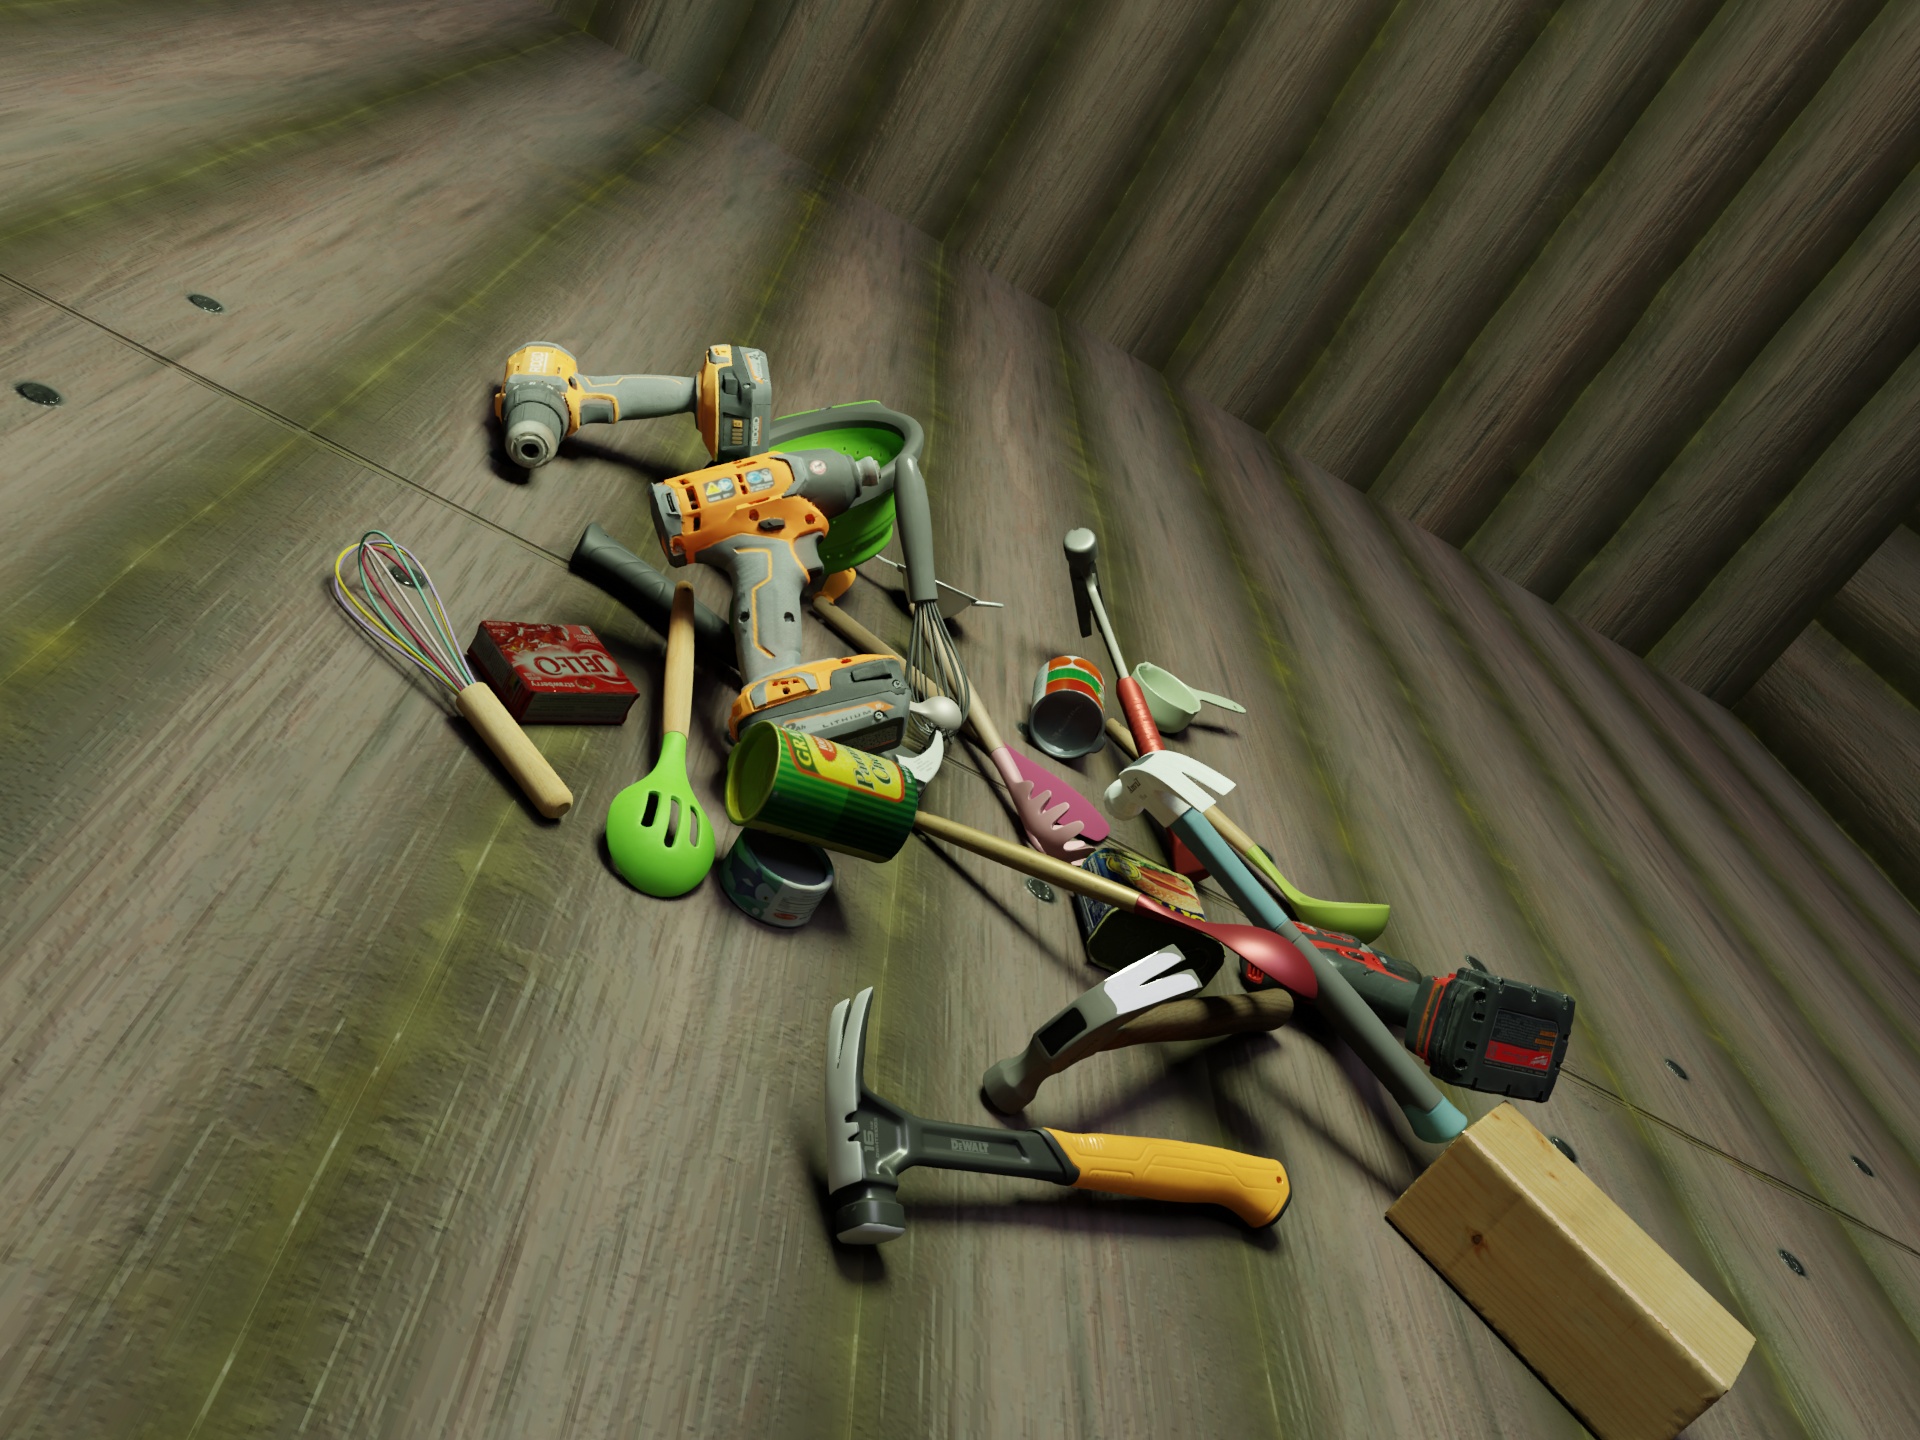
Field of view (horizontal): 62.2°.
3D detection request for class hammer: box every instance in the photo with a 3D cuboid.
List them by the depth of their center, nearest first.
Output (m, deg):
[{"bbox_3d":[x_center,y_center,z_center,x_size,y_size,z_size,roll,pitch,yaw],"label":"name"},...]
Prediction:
[{"bbox_3d":[0.067,0.241,0.900,0.336,0.034,0.127,19,51,-35],"label":"hammer"},{"bbox_3d":[0.148,0.196,1.049,0.331,0.130,0.031,11,41,-57],"label":"hammer"},{"bbox_3d":[0.228,0.155,1.105,0.033,0.128,0.331,-36,81,-21],"label":"hammer"},{"bbox_3d":[-0.156,-0.046,1.195,0.335,0.035,0.146,36,20,9],"label":"hammer"},{"bbox_3d":[0.159,-0.004,1.433,0.149,0.036,0.359,72,1,-52],"label":"hammer"}]

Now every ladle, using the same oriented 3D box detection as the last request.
[{"bbox_3d":[0.099,0.118,1.096,0.315,0.031,0.069,20,2,24],"label":"ladle"},{"bbox_3d":[0.248,0.090,1.422,0.320,0.062,0.078,44,18,28],"label":"ladle"}]

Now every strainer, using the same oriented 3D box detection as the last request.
[{"bbox_3d":[-0.082,-0.153,1.482,0.258,0.050,0.087,32,1,1],"label":"strainer"}]

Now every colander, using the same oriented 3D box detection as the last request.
[{"bbox_3d":[-0.129,-0.145,1.321,0.204,0.094,0.397,-8,31,11],"label":"colander"}]

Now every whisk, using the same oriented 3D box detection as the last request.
[{"bbox_3d":[-0.309,-0.033,0.979,0.245,0.051,0.047,47,21,21],"label":"whisk"},{"bbox_3d":[-0.028,-0.098,1.287,0.055,0.055,0.239,-6,87,-55],"label":"whisk"}]

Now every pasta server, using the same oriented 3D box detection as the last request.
[{"bbox_3d":[0.027,0.004,1.295,0.317,0.040,0.060,61,-2,38],"label":"pasta server"}]

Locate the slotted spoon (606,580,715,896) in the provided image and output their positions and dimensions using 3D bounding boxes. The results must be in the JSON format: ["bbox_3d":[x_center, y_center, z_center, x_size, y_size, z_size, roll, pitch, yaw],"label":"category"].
[{"bbox_3d":[-0.189,-0.004,1.046,0.070,0.031,0.314,24,31,-23],"label":"slotted spoon"}]

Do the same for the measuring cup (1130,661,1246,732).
[{"bbox_3d":[0.230,-0.013,1.618,0.167,0.038,0.083,12,31,-43],"label":"measuring cup"}]

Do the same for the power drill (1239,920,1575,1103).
[{"bbox_3d":[0.345,0.212,1.201,0.187,0.080,0.227,17,-1,-33],"label":"power drill"}]

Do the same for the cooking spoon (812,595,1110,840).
[{"bbox_3d":[-0.002,-0.004,1.333,0.319,0.017,0.069,39,25,11],"label":"cooking spoon"}]

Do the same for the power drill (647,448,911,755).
[{"bbox_3d":[-0.108,-0.084,1.101,0.164,0.084,0.227,-17,73,-10],"label":"power drill"}]

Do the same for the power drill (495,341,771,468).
[{"bbox_3d":[-0.275,-0.260,1.341,0.226,0.084,0.186,1,32,-11],"label":"power drill"}]

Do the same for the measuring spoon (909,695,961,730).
[{"bbox_3d":[-0.049,-0.021,1.214,0.124,0.018,0.034,19,24,-30],"label":"measuring spoon"}]

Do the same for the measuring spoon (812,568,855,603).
[{"bbox_3d":[-0.111,-0.124,1.434,0.021,0.011,0.117,32,23,-3],"label":"measuring spoon"}]
